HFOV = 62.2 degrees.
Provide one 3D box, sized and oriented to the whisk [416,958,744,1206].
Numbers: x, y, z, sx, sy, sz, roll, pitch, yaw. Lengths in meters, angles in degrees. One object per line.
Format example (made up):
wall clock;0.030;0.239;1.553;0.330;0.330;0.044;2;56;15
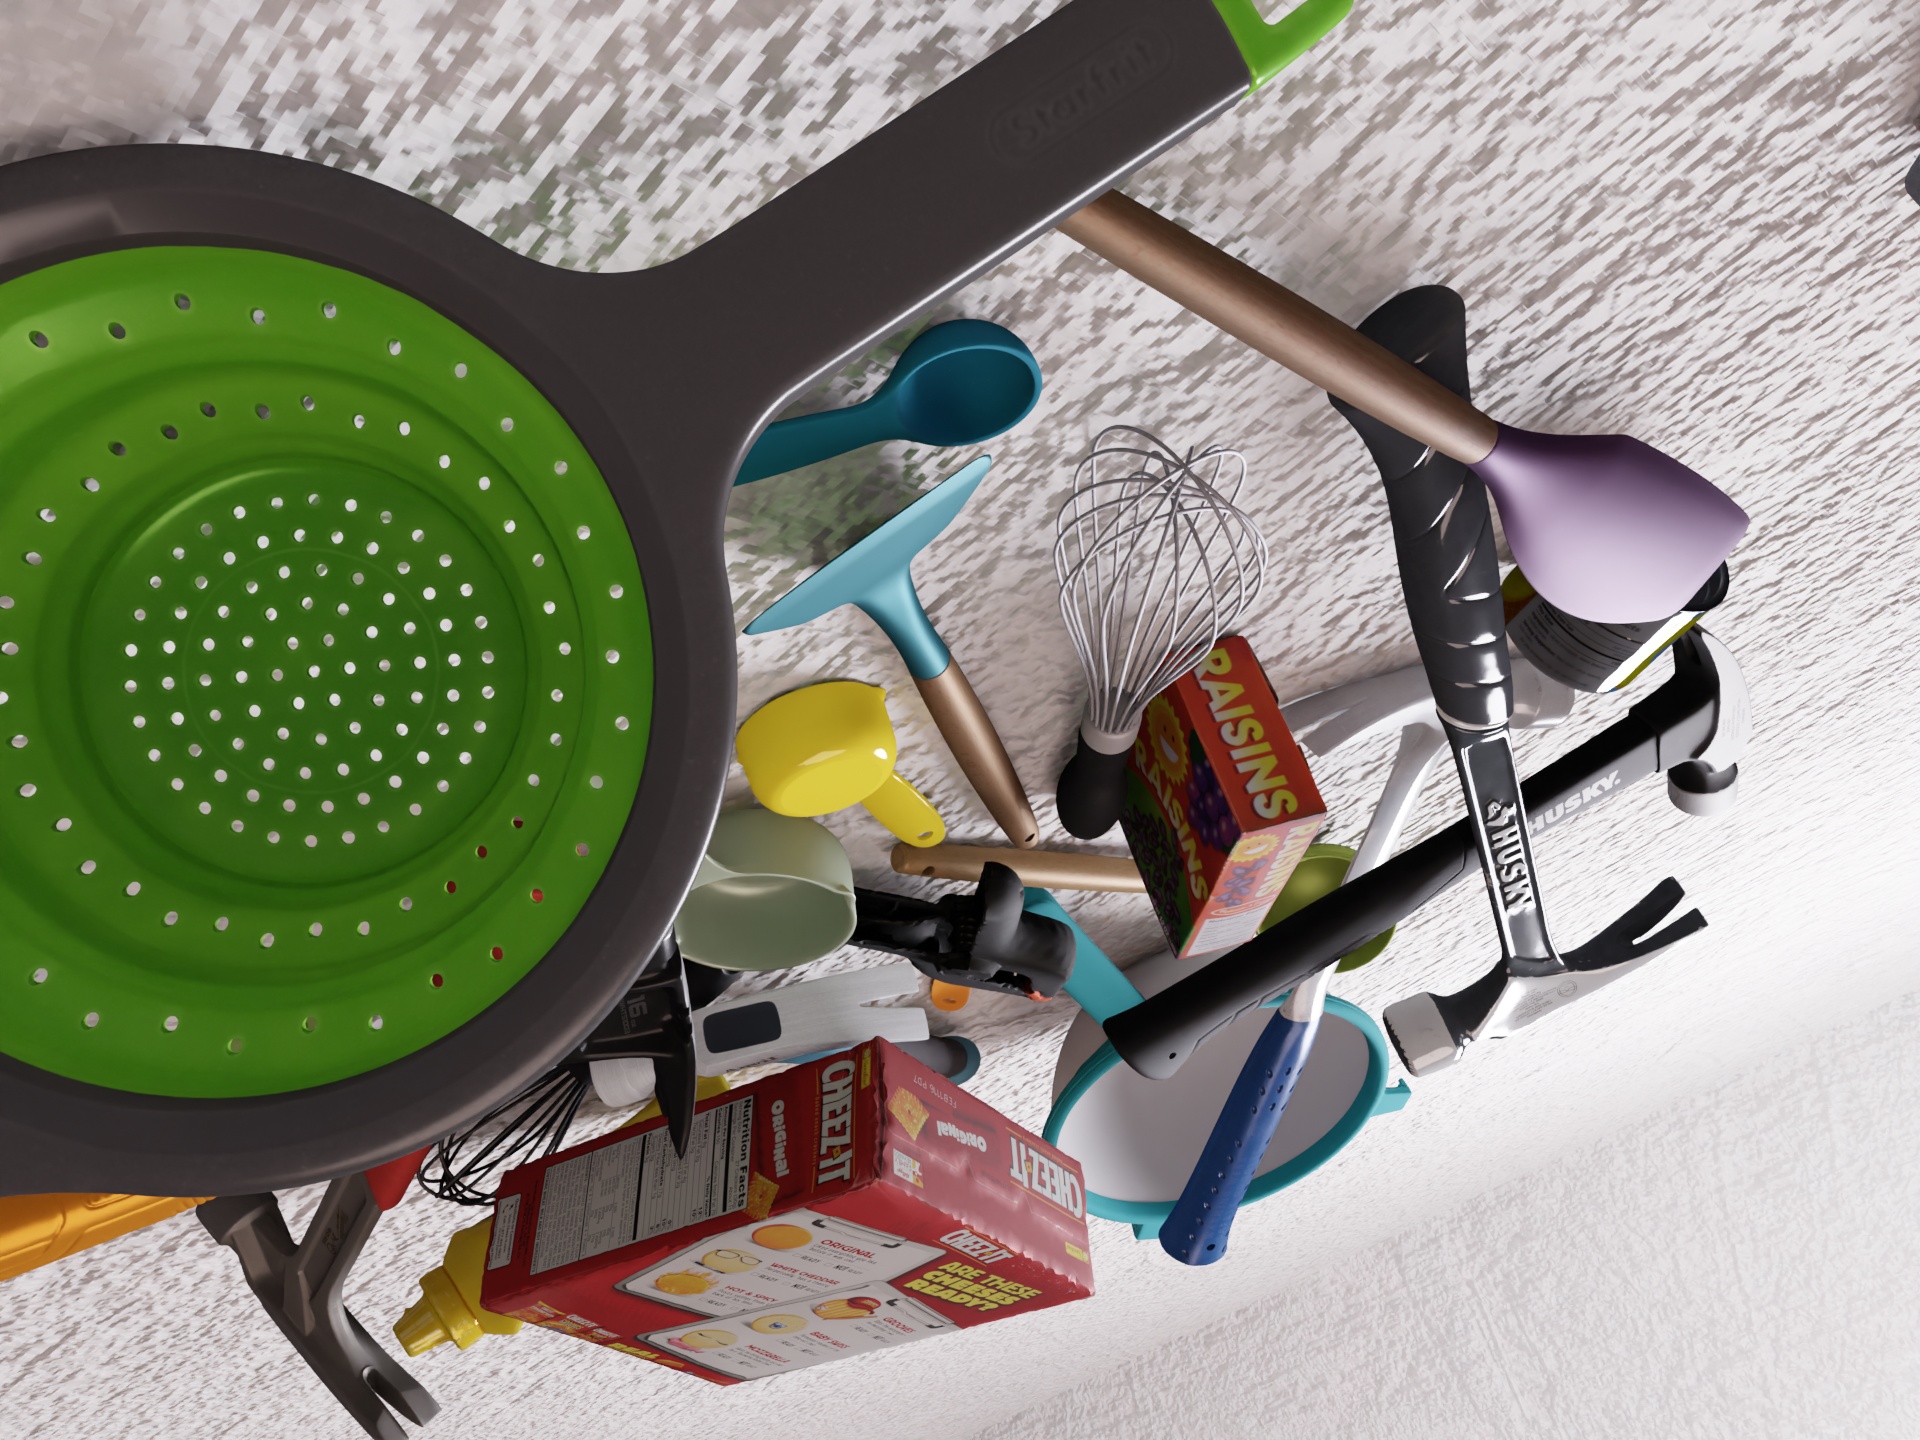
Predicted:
whisk;-0.171;0.160;0.736;0.239;0.055;0.055;-40;147;23

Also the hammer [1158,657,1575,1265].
hammer;0.173;0.141;0.817;0.144;0.035;0.405;-3;127;-26

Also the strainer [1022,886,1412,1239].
strainer;0.107;0.164;0.909;0.211;0.095;0.340;-32;130;11

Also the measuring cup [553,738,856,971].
measuring cup;-0.098;0.041;0.593;0.083;0.038;0.167;-19;139;17

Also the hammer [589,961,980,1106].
hammer;-0.050;0.162;0.784;0.128;0.033;0.330;-17;162;10

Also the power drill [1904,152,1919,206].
power drill;0.411;-0.197;0.473;0.226;0.084;0.164;-21;153;-9

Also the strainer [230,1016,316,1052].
strainer;-0.355;0.131;0.554;0.256;0.069;0.151;-22;145;-34

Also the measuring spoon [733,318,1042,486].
measuring spoon;-0.042;-0.084;0.432;0.128;0.021;0.042;-14;153;6

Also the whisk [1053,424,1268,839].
whisk;0.058;-0.015;0.583;0.070;0.070;0.284;-16;157;-9

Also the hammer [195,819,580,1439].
hammer;-0.223;0.169;0.647;0.037;0.149;0.359;-32;163;-52

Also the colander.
colander;-0.087;-0.057;0.358;0.397;0.204;0.094;-35;-173;-6

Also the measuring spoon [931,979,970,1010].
measuring spoon;-0.004;0.132;0.840;0.021;0.011;0.116;5;152;-1

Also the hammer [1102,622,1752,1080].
hammer;0.214;0.065;0.728;0.335;0.035;0.146;-30;135;-3

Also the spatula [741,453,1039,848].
spatula;-0.001;-0.002;0.569;0.082;0.044;0.317;-36;153;-3

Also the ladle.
ladle;0.100;0.086;0.783;0.320;0.062;0.078;9;127;-39

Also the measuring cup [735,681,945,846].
measuring cup;-0.034;0.032;0.618;0.062;0.029;0.156;-26;150;9

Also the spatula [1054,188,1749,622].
spatula;0.133;-0.089;0.464;0.315;0.018;0.059;19;116;-34

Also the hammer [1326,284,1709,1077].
hammer;0.206;0.006;0.611;0.149;0.036;0.408;-25;135;5

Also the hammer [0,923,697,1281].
hammer;-0.252;0.150;0.525;0.337;0.034;0.127;-16;135;-19
